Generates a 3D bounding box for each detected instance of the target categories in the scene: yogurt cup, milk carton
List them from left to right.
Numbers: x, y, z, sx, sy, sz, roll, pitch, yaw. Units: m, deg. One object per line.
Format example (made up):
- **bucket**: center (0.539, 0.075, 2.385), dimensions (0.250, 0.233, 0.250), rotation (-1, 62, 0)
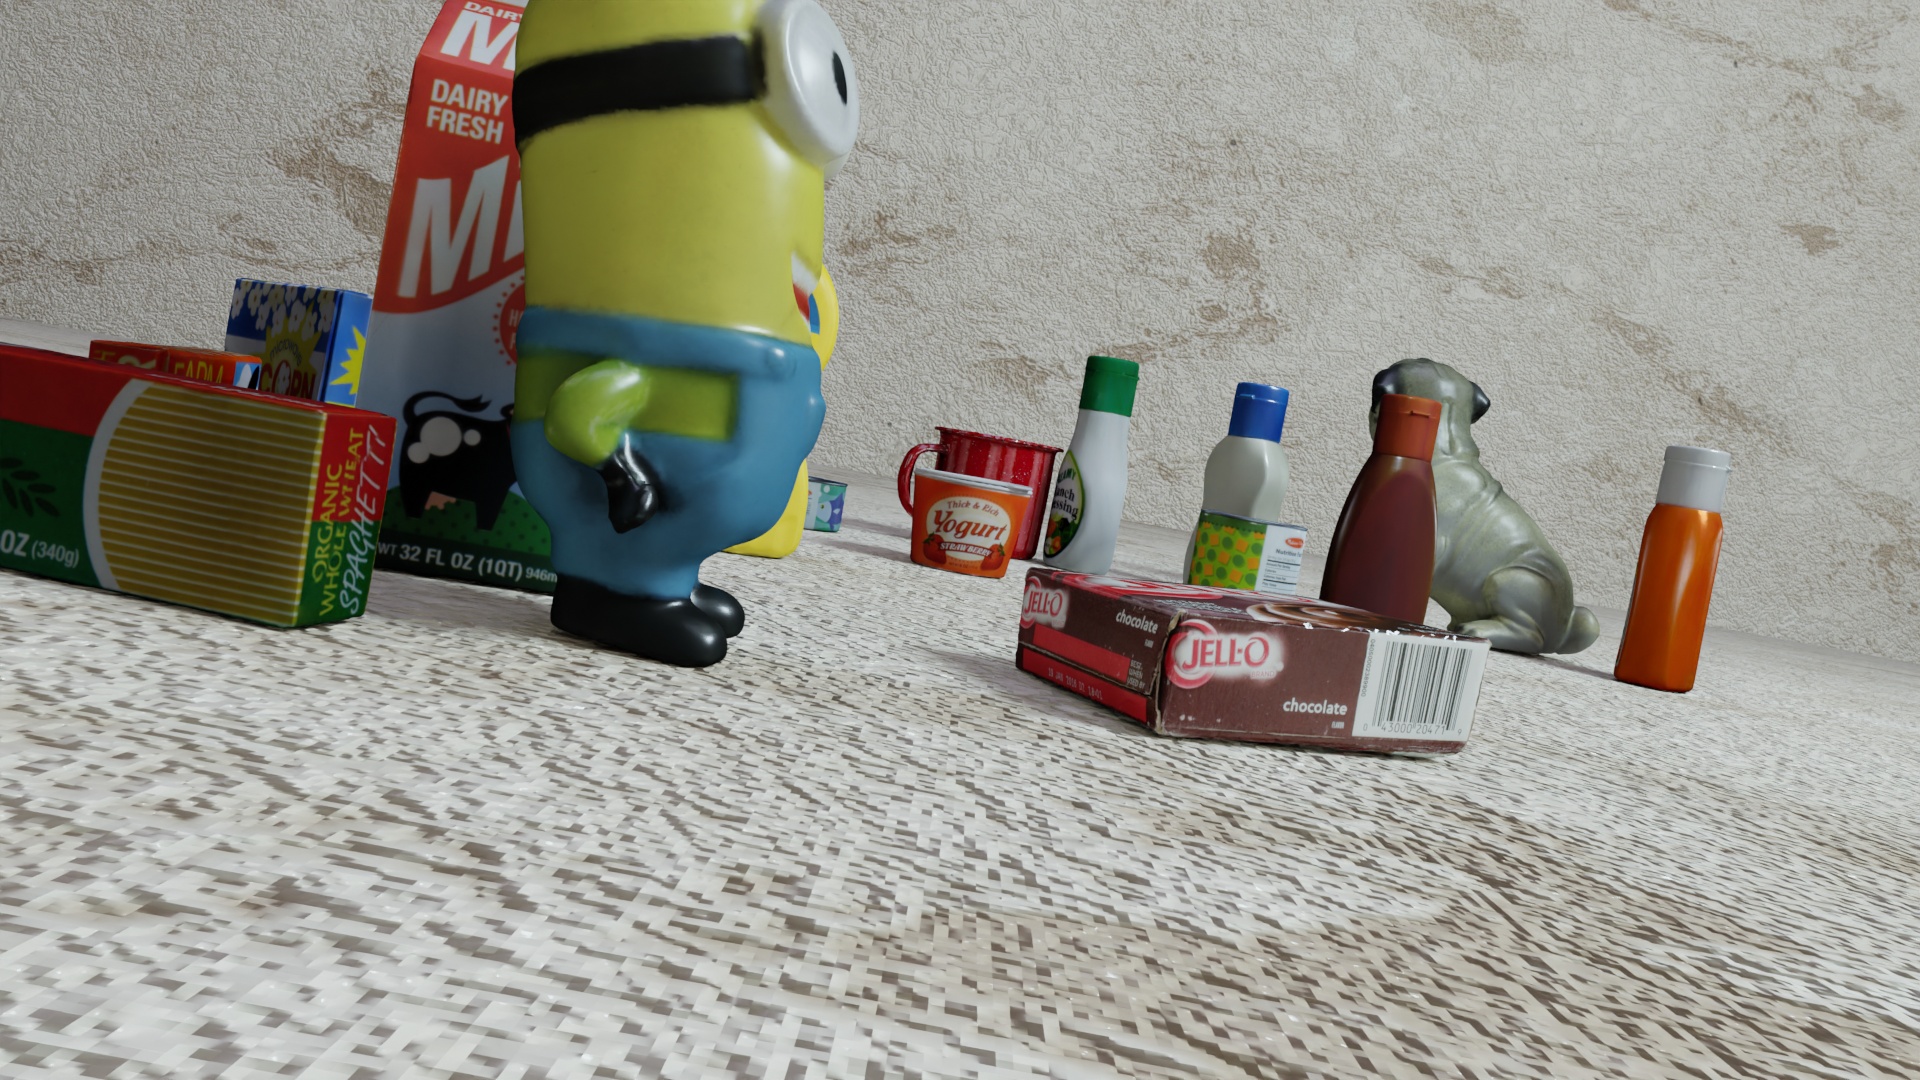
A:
- **milk carton**: center (-0.139, -0.084, 0.441), dimensions (0.072, 0.190, 0.073), rotation (10, 3, -13)
- **yogurt cup**: center (0.003, -0.010, 0.783), dimensions (0.072, 0.054, 0.072), rotation (10, 3, 0)

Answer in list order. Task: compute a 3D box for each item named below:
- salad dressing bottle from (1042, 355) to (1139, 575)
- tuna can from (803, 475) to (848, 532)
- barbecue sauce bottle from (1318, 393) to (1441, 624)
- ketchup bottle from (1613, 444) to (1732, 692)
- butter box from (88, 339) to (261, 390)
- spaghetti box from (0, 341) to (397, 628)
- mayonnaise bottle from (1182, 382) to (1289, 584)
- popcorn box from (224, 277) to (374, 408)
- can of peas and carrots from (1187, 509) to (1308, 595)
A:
- **salad dressing bottle**: center (0.092, -0.052, 0.954), dimensions (0.044, 0.147, 0.064), rotation (9, 3, -19)
- **tuna can**: center (-0.108, -0.027, 0.907), dimensions (0.071, 0.033, 0.071), rotation (10, 3, 0)
- **barbecue sauce bottle**: center (0.266, -0.015, 0.859), dimensions (0.065, 0.148, 0.044), rotation (10, 3, -4)
- **ketchup bottle**: center (0.440, 0.017, 0.853), dimensions (0.043, 0.148, 0.065), rotation (13, 4, 38)
- **butter box**: center (-0.276, -0.042, 0.488), dimensions (0.024, 0.053, 0.103), rotation (10, 3, -12)
- **spaghetti box**: center (-0.258, -0.027, 0.329), dimensions (0.250, 0.050, 0.029), rotation (11, 3, 8)
- **mayonnaise bottle**: center (0.196, -0.033, 0.957), dimensions (0.065, 0.148, 0.041), rotation (13, 4, 44)
- **popcorn box**: center (-0.278, -0.065, 0.594), dimensions (0.038, 0.085, 0.127), rotation (7, 4, -45)
- **can of peas and carrots**: center (0.174, 0.014, 0.858), dimensions (0.071, 0.058, 0.071), rotation (10, 3, 0)
